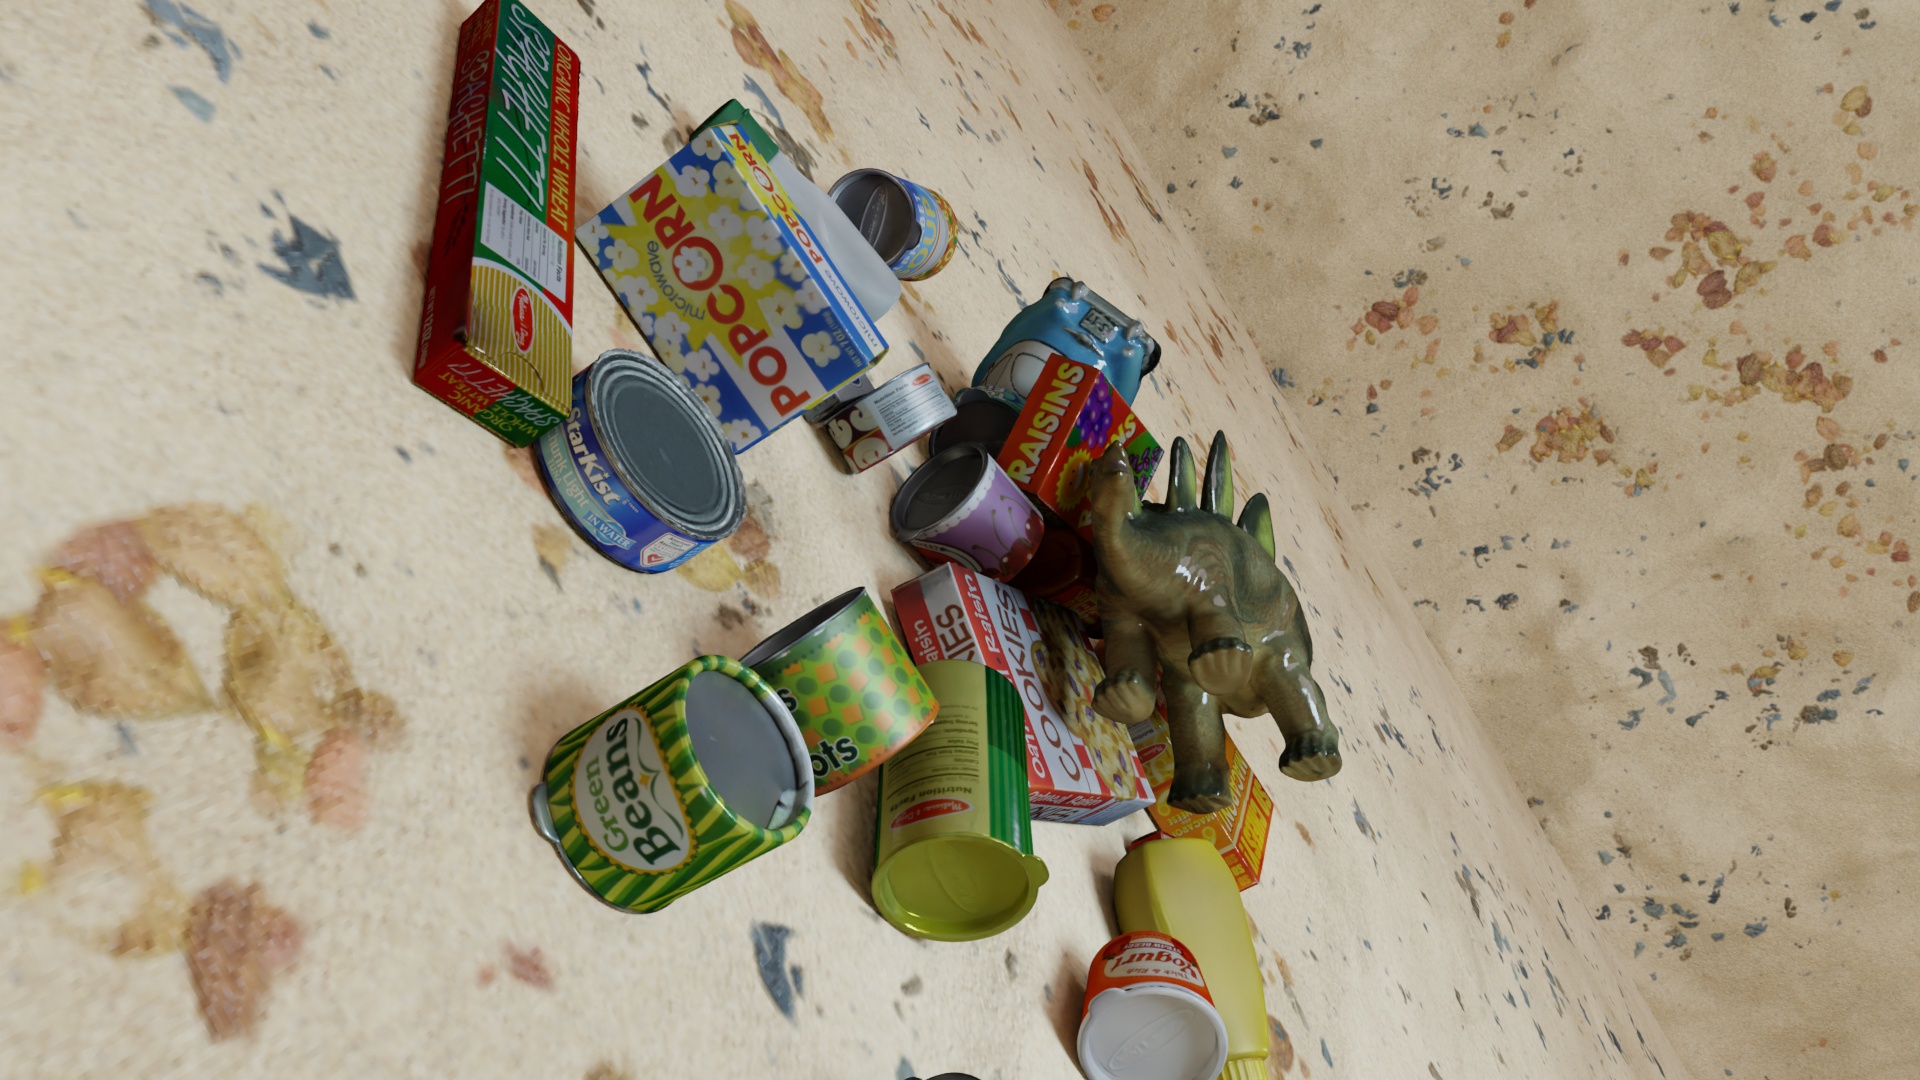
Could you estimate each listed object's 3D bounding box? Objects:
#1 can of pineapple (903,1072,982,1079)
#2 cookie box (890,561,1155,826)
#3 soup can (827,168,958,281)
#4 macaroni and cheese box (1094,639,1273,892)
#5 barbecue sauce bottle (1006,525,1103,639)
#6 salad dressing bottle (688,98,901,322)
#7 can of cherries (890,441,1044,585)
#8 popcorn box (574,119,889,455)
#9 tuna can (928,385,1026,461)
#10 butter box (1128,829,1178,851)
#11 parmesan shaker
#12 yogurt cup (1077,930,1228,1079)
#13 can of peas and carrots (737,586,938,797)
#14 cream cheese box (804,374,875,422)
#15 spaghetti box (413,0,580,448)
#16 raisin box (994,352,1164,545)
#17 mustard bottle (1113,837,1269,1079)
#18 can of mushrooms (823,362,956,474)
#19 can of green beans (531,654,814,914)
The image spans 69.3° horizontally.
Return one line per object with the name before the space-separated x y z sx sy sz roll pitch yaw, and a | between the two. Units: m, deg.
can of pineapple | 0.006 0.219 0.461 0.057 0.071 0.071 48 23 -29
cookie box | 0.036 0.088 0.745 0.167 0.040 0.123 23 41 -59
soup can | -0.043 -0.206 0.920 0.071 0.071 0.084 61 20 5
macaroni and cheese box | 0.143 0.138 0.920 0.166 0.040 0.124 58 22 -2
barbecue sauce bottle | 0.068 0.030 0.868 0.148 0.065 0.044 35 47 -64
salad dressing bottle | -0.096 -0.189 0.815 0.147 0.044 0.064 49 25 -23
can of cherries | 0.003 -0.010 0.770 0.058 0.071 0.072 48 23 -31
popcorn box | -0.103 -0.114 0.636 0.126 0.085 0.038 56 21 -9
tuna can | 0.015 -0.064 0.861 0.071 0.071 0.033 55 19 -12
butter box | 0.132 0.223 0.802 0.053 0.024 0.104 33 33 -51
parmesan shaker | 0.000 0.108 0.591 0.071 0.071 0.103 48 23 -29
yogurt cup | 0.088 0.221 0.651 0.072 0.072 0.054 54 13 -14
can of peas and carrots | -0.052 0.061 0.547 0.058 0.071 0.071 58 21 -6
cream cheese box | -0.090 -0.115 0.755 0.104 0.024 0.053 58 22 -2
spaghetti box | -0.184 -0.143 0.570 0.050 0.028 0.251 39 29 -43
raisin box | 0.073 -0.048 0.847 0.040 0.086 0.123 23 -8 31
mustard bottle | 0.126 0.237 0.724 0.065 0.048 0.161 5 54 -26
can of mushrooms | -0.038 -0.065 0.750 0.033 0.071 0.071 58 21 -3
can of green beans | -0.089 0.078 0.447 0.071 0.057 0.071 48 24 -28
